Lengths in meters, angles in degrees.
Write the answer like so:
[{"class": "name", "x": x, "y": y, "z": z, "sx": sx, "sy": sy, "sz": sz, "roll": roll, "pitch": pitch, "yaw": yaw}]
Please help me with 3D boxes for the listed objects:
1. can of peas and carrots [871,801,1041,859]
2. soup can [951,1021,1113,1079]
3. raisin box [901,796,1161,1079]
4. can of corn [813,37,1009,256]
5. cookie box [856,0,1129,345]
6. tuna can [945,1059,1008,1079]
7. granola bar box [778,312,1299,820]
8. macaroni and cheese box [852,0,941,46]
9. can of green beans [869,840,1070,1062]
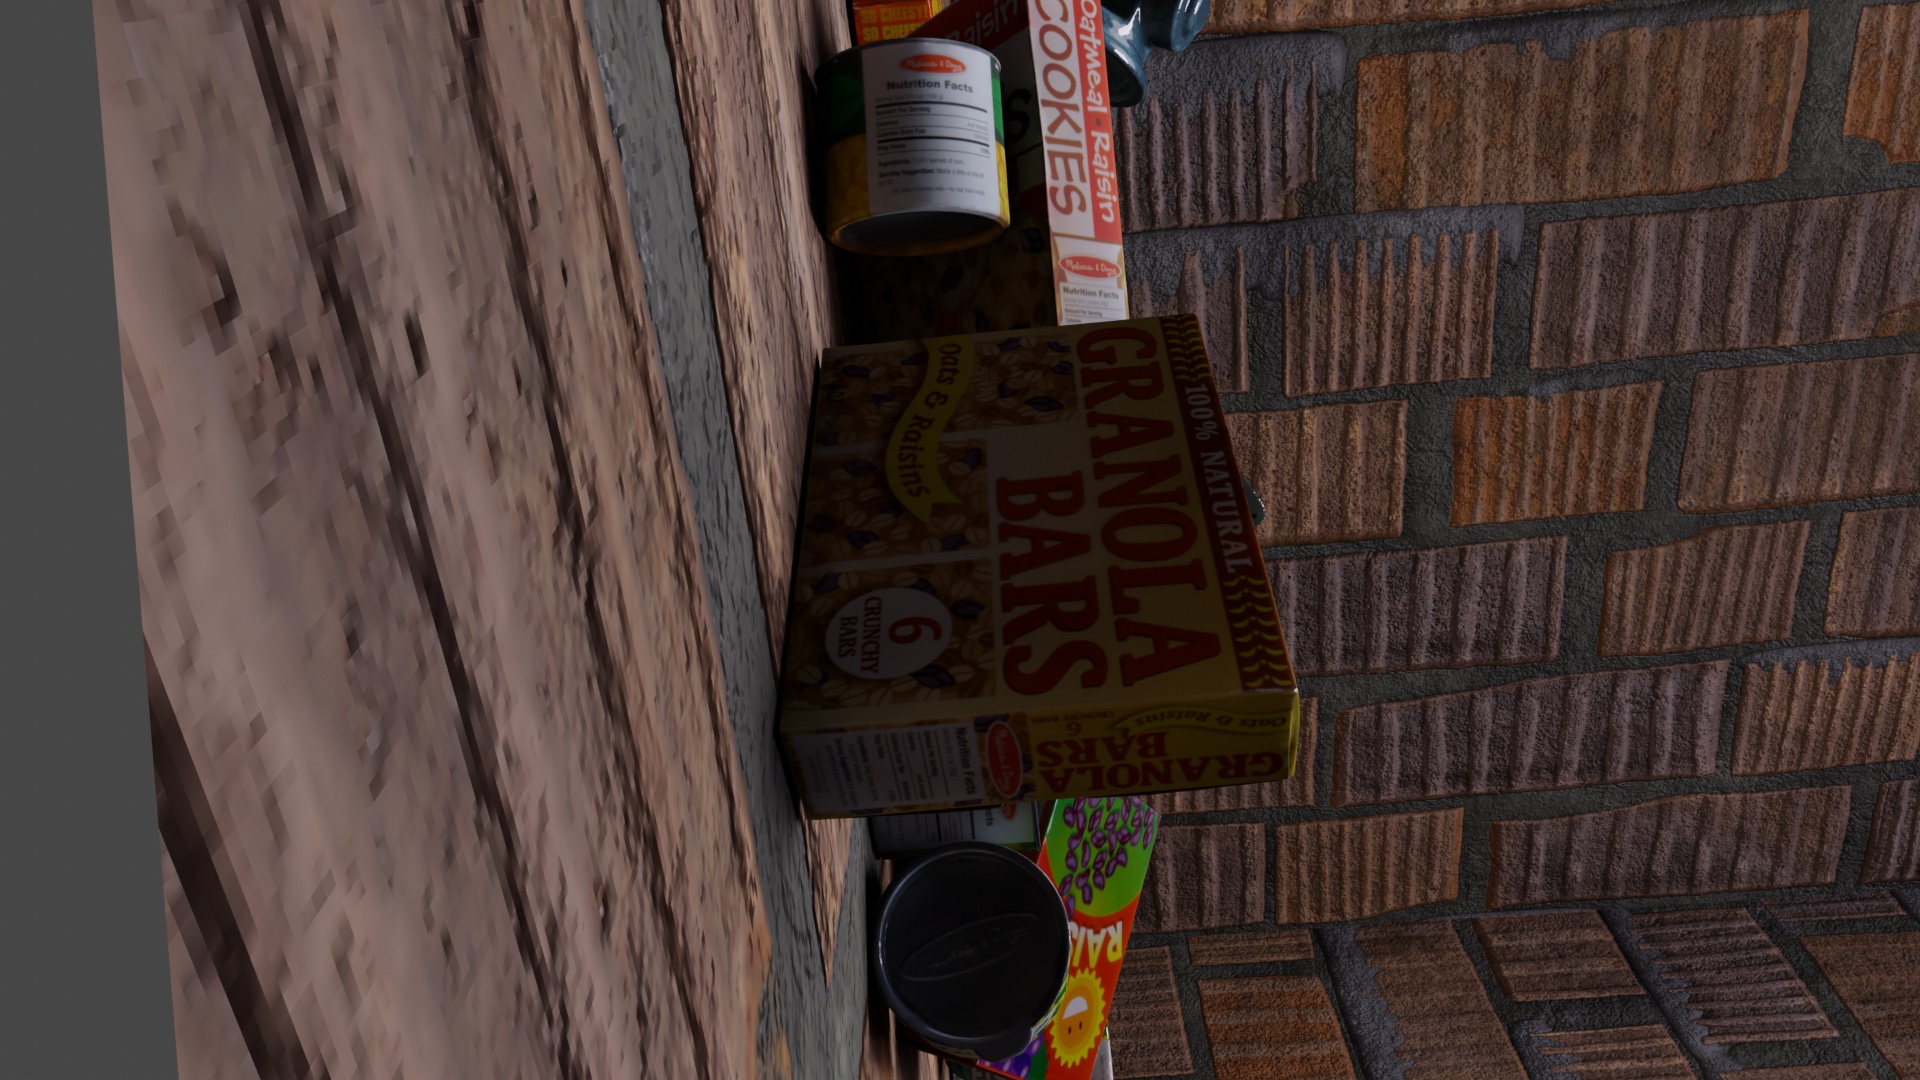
[{"class": "can of peas and carrots", "x": -0.002, "y": 0.082, "z": 0.512, "sx": 0.071, "sy": 0.059, "sz": 0.071, "roll": -14, "pitch": 99, "yaw": -88}, {"class": "soup can", "x": 0.038, "y": 0.276, "z": 0.753, "sx": 0.071, "sy": 0.084, "sz": 0.071, "roll": -14, "pitch": 99, "yaw": -88}, {"class": "raisin box", "x": 0.031, "y": 0.154, "z": 0.562, "sx": 0.086, "sy": 0.040, "sz": 0.124, "roll": 41, "pitch": 60, "yaw": -46}, {"class": "can of corn", "x": -0.017, "y": -0.136, "z": 0.492, "sx": 0.071, "sy": 0.071, "sz": 0.058, "roll": 38, "pitch": 49, "yaw": -86}, {"class": "cookie box", "x": 0.008, "y": -0.123, "z": 0.548, "sx": 0.122, "sy": 0.040, "sz": 0.167, "roll": -11, "pitch": -99, "yaw": 52}, {"class": "tuna can", "x": 0.023, "y": 0.241, "z": 0.687, "sx": 0.071, "sy": 0.071, "sz": 0.032, "roll": -65, "pitch": 151, "yaw": -84}, {"class": "granola bar box", "x": 0.019, "y": 0.000, "z": 0.397, "sx": 0.166, "sy": 0.124, "sz": 0.038, "roll": -91, "pitch": 174, "yaw": -49}, {"class": "macaroni and cheese box", "x": -0.024, "y": -0.213, "z": 0.726, "sx": 0.124, "sy": 0.040, "sz": 0.165, "roll": -92, "pitch": 176, "yaw": -55}, {"class": "can of green beans", "x": 0.005, "y": 0.143, "z": 0.479, "sx": 0.057, "sy": 0.071, "sz": 0.071, "roll": 81, "pitch": 6, "yaw": -65}]
